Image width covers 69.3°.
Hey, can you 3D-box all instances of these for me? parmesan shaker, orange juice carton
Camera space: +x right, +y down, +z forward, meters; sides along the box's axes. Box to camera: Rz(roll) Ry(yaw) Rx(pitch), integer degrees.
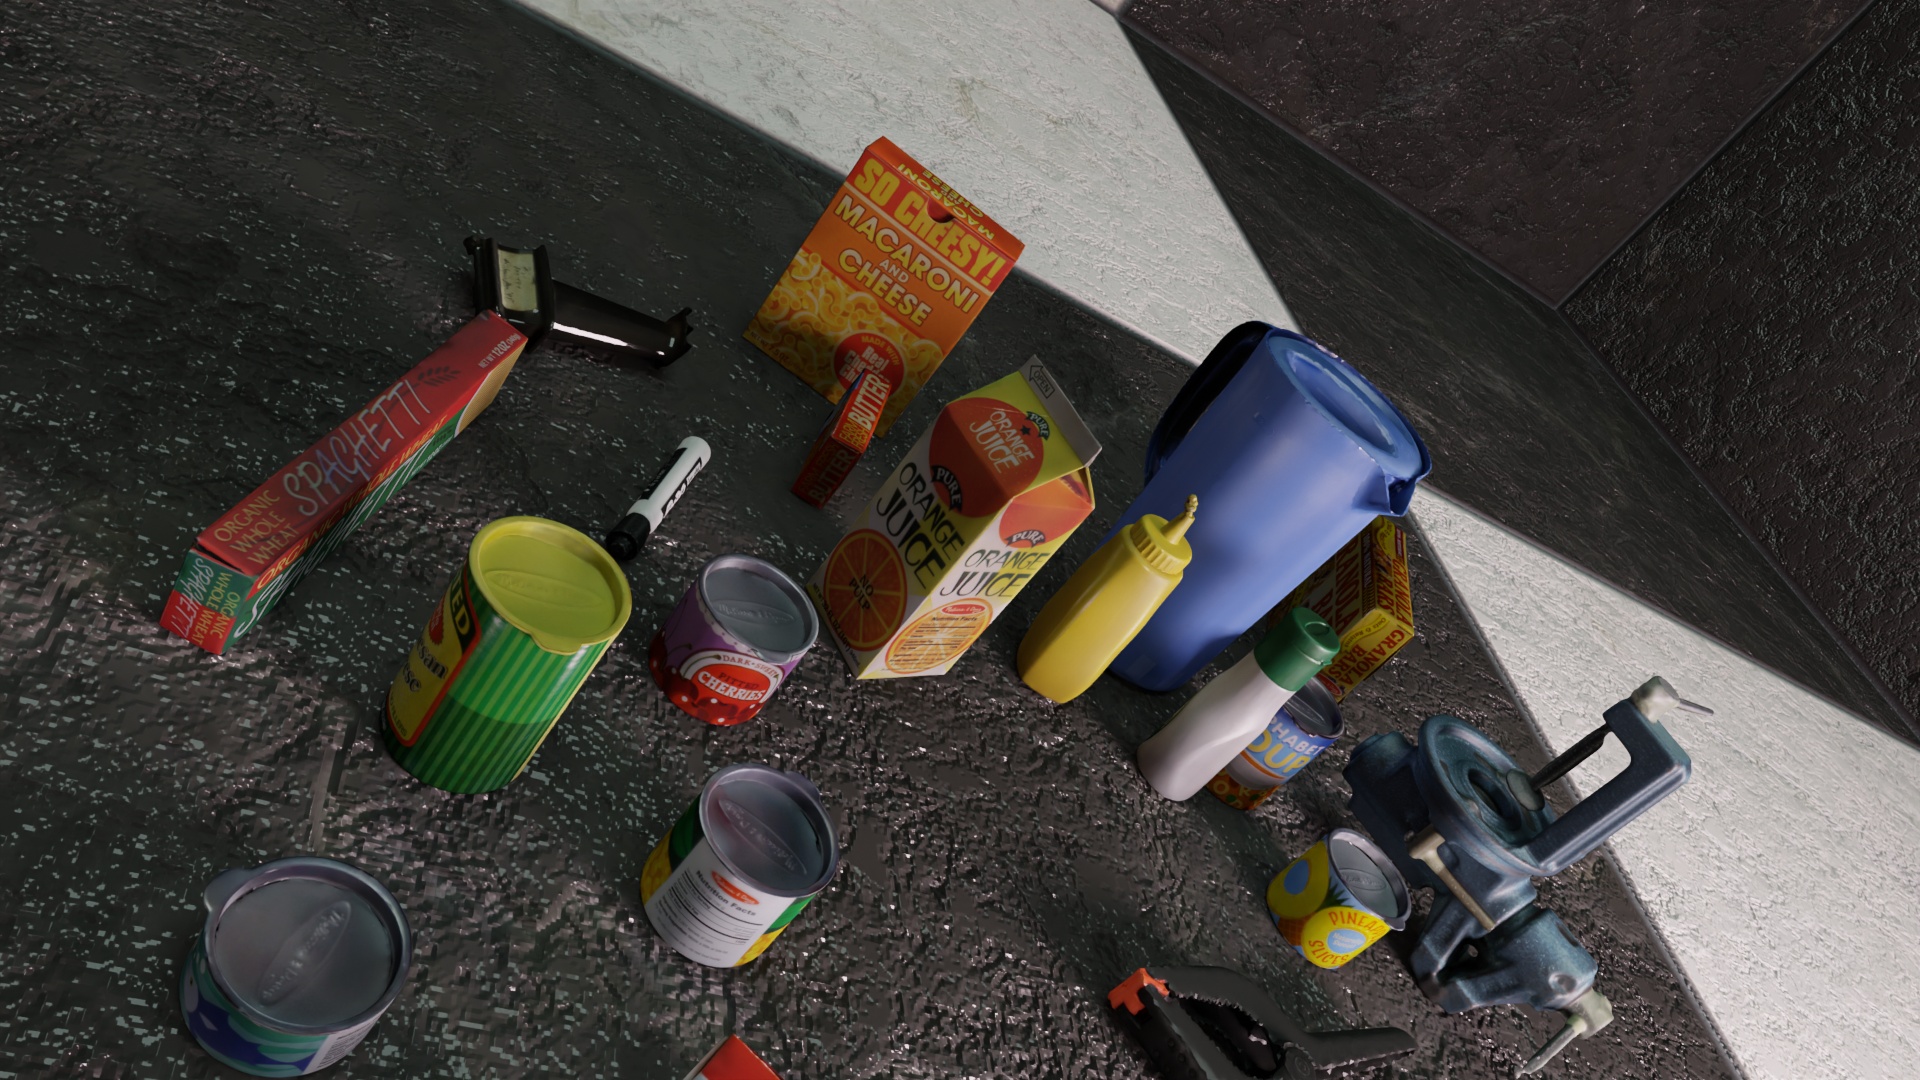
[{"bbox_3d":[-0.187,0.050,0.565,0.071,0.102,0.072,29,31,-19],"label":"parmesan shaker"},{"bbox_3d":[0.003,-0.010,0.770,0.073,0.191,0.072,3,46,-47],"label":"orange juice carton"}]

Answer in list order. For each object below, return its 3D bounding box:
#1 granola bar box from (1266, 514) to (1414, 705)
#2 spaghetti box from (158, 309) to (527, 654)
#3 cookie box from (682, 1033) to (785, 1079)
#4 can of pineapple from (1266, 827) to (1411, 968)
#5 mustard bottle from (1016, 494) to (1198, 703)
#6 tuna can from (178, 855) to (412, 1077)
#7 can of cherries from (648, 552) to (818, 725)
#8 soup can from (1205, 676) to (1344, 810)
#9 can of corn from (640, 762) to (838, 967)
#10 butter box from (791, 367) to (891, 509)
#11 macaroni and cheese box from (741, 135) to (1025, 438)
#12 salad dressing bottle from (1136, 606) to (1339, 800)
[{"bbox_3d":[0.288,0.061,1.064,0.039,0.123,0.166,37,30,-5],"label":"granola bar box"},{"bbox_3d":[-0.273,-0.037,0.641,0.028,0.050,0.251,34,30,-10],"label":"spaghetti box"},{"bbox_3d":[-0.069,0.231,0.389,0.123,0.166,0.040,43,29,6],"label":"cookie box"},{"bbox_3d":[0.231,0.221,0.851,0.071,0.057,0.071,28,31,-19],"label":"can of pineapple"},{"bbox_3d":[0.096,0.032,0.852,0.049,0.159,0.065,34,30,-11],"label":"mustard bottle"},{"bbox_3d":[-0.226,0.142,0.468,0.071,0.032,0.071,28,31,-19],"label":"tuna can"},{"bbox_3d":[-0.114,0.051,0.692,0.071,0.058,0.072,29,31,-19],"label":"can of cherries"},{"bbox_3d":[0.198,0.129,0.912,0.071,0.083,0.072,29,31,-19],"label":"soup can"},{"bbox_3d":[-0.094,0.138,0.596,0.071,0.058,0.071,29,31,-19],"label":"can of corn"},{"bbox_3d":[-0.076,-0.067,0.900,0.024,0.053,0.104,34,30,-11],"label":"butter box"},{"bbox_3d":[-0.054,-0.169,0.949,0.123,0.165,0.040,36,29,-7],"label":"macaroni and cheese box"},{"bbox_3d":[0.170,0.101,0.854,0.064,0.147,0.044,-1,49,-49],"label":"salad dressing bottle"}]
